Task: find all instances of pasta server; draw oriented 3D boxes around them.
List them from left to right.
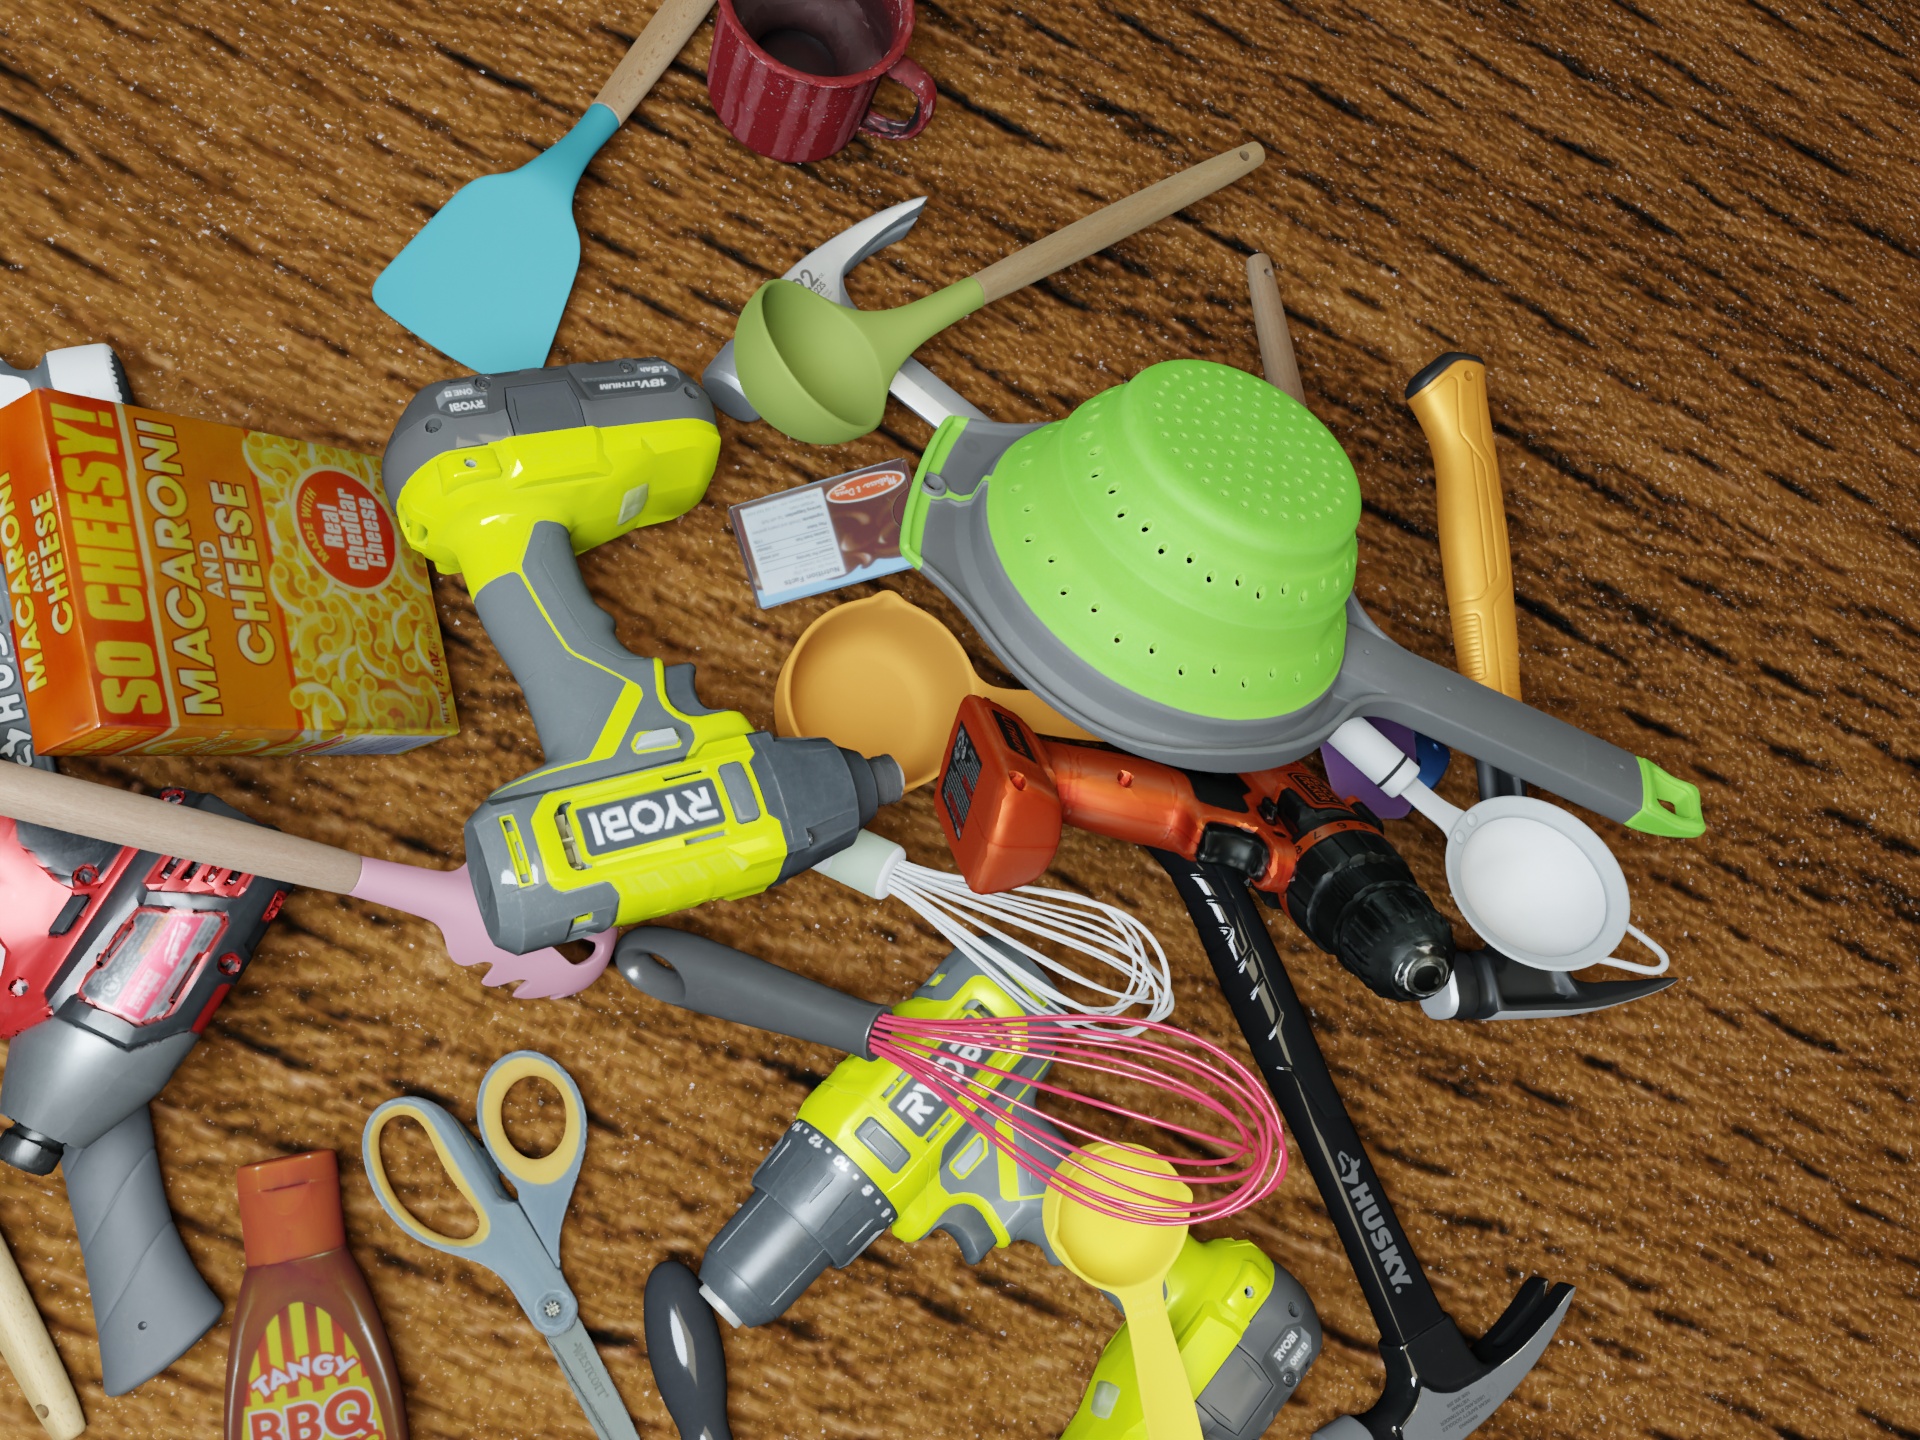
[{"bbox_3d":[-0.247,0.049,0.570,0.316,0.040,0.060,24,70,-43],"label":"pasta server"}]

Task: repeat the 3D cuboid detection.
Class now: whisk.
[{"bbox_3d":[-0.084,0.358,0.632,0.070,0.070,0.285,-13,77,-19],"label":"whisk"},{"bbox_3d":[-0.023,0.069,0.673,0.246,0.059,0.057,23,114,16],"label":"whisk"},{"bbox_3d":[-0.015,0.130,0.629,0.296,0.073,0.073,13,71,23],"label":"whisk"}]

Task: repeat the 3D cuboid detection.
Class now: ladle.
[{"bbox_3d":[-0.402,0.127,0.593,0.069,0.031,0.315,-26,91,13],"label":"ladle"},{"bbox_3d":[0.032,-0.218,0.750,0.320,0.062,0.078,-32,91,-23],"label":"ladle"}]

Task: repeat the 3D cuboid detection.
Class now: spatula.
[{"bbox_3d":[-0.161,-0.303,0.766,0.082,0.044,0.318,31,67,-8],"label":"spatula"},{"bbox_3d":[0.180,-0.101,0.801,0.059,0.018,0.316,3,68,-26],"label":"spatula"}]

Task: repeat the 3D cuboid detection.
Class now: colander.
[{"bbox_3d":[0.176,-0.054,0.690,0.397,0.094,0.205,23,46,-8],"label":"colander"}]

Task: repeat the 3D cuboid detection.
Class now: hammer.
[{"bbox_3d":[-0.363,0.055,0.620,0.149,0.036,0.409,-15,83,-18],"label":"hammer"},{"bbox_3d":[0.078,-0.094,0.785,0.405,0.035,0.144,37,71,-7],"label":"hammer"},{"bbox_3d":[0.169,0.176,0.755,0.146,0.035,0.335,-23,85,-19],"label":"hammer"},{"bbox_3d":[0.271,-0.023,0.793,0.127,0.034,0.337,0,77,-18],"label":"hammer"}]

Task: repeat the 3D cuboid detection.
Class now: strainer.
[{"bbox_3d":[0.206,0.031,0.726,0.258,0.050,0.087,43,60,8],"label":"strainer"}]

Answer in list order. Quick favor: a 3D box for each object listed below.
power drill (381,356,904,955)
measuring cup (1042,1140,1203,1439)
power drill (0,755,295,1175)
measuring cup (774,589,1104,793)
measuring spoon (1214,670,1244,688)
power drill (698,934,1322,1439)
[{"bbox_3d":[-0.131,-0.031,0.645,0.171,0.080,0.223,-14,70,-26],"label":"power drill"},{"bbox_3d":[0.072,0.246,0.638,0.062,0.029,0.156,-13,88,-18],"label":"measuring cup"},{"bbox_3d":[-0.366,0.056,0.557,0.219,0.078,0.143,31,69,-16],"label":"power drill"},{"bbox_3d":[-0.001,-0.002,0.734,0.173,0.052,0.095,6,76,-17],"label":"measuring cup"},{"bbox_3d":[0.132,-0.009,0.769,0.021,0.011,0.116,2,113,14],"label":"measuring spoon"},{"bbox_3d":[0.021,0.232,0.677,0.228,0.080,0.190,45,69,0],"label":"power drill"}]
